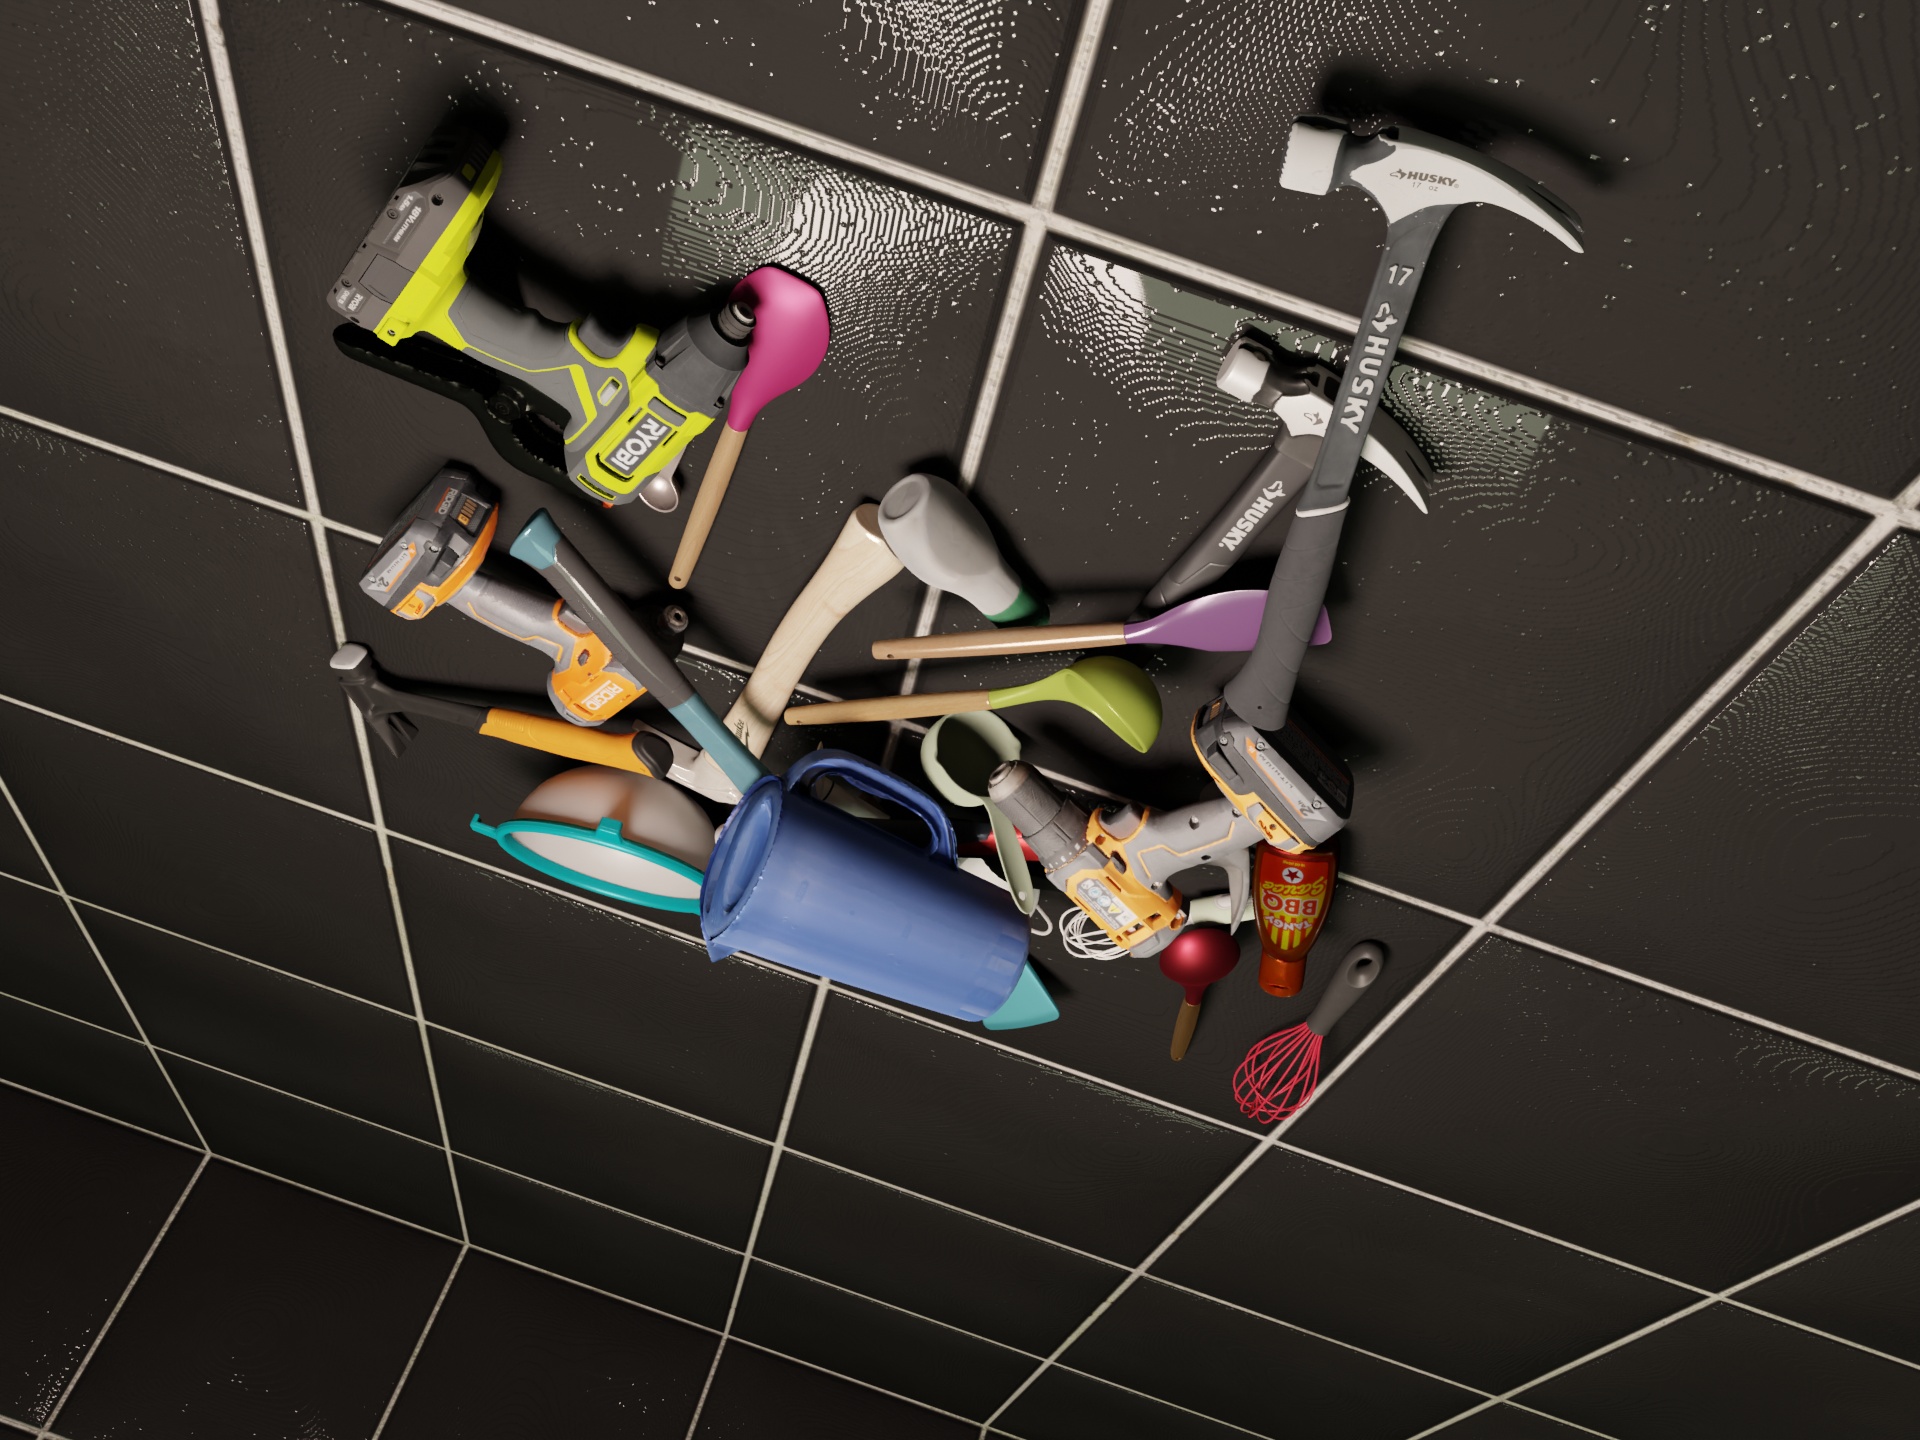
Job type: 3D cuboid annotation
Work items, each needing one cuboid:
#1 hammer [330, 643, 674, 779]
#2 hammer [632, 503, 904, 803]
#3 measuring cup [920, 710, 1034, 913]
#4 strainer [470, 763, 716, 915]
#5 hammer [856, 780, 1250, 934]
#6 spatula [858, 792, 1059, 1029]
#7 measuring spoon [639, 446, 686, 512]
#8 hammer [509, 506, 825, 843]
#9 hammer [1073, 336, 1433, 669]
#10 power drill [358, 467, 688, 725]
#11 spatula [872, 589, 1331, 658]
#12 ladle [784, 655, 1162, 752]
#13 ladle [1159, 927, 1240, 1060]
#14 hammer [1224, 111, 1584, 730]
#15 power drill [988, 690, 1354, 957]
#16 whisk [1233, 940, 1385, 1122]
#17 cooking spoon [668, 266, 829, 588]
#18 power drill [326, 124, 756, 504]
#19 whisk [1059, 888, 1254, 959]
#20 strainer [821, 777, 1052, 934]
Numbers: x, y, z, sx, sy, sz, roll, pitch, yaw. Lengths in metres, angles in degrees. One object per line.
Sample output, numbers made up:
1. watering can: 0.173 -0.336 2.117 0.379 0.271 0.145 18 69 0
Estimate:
1. hammer: -0.394 0.009 1.391 0.337 0.034 0.127 11 143 24
2. hammer: -0.149 -0.045 1.242 0.146 0.038 0.410 28 143 -9
3. measuring cup: 0.019 0.072 1.224 0.083 0.168 0.038 -10 167 -35
4. strainer: -0.265 0.121 1.476 0.211 0.095 0.340 -2 155 38
5. hammer: 0.039 0.108 1.290 0.386 0.038 0.143 0 130 12
6. spatula: -0.010 0.176 1.456 0.082 0.044 0.317 -15 131 27
7. measuring spoon: -0.195 -0.192 1.095 0.034 0.018 0.124 32 136 -1
8. hammer: -0.220 -0.025 1.199 0.128 0.033 0.330 -22 123 26
9. hammer: 0.163 -0.099 1.029 0.146 0.035 0.334 26 143 -8
10. power drill: -0.325 -0.093 1.227 0.226 0.084 0.164 35 139 -26
11. spatula: 0.086 -0.058 1.063 0.316 0.018 0.059 -3 142 22
12. ladle: -0.002 -0.004 1.152 0.320 0.062 0.078 -4 144 32
13. ladle: 0.208 0.259 1.444 0.069 0.031 0.315 -5 152 0
14. hammer: 0.215 -0.137 0.898 0.149 0.036 0.408 13 139 6
15. power drill: 0.146 0.059 1.159 0.185 0.084 0.226 44 124 -11
16. whisk: 0.316 0.285 1.439 0.073 0.073 0.295 19 138 1
17. cooking spoon: -0.157 -0.184 1.079 0.068 0.017 0.318 25 142 -8
18. power drill: -0.247 -0.246 0.968 0.223 0.080 0.171 32 131 -27
19. whisk: 0.192 0.164 1.348 0.246 0.058 0.059 -15 122 32
20. strainer: -0.030 0.111 1.372 0.258 0.087 0.050 33 -174 -16
